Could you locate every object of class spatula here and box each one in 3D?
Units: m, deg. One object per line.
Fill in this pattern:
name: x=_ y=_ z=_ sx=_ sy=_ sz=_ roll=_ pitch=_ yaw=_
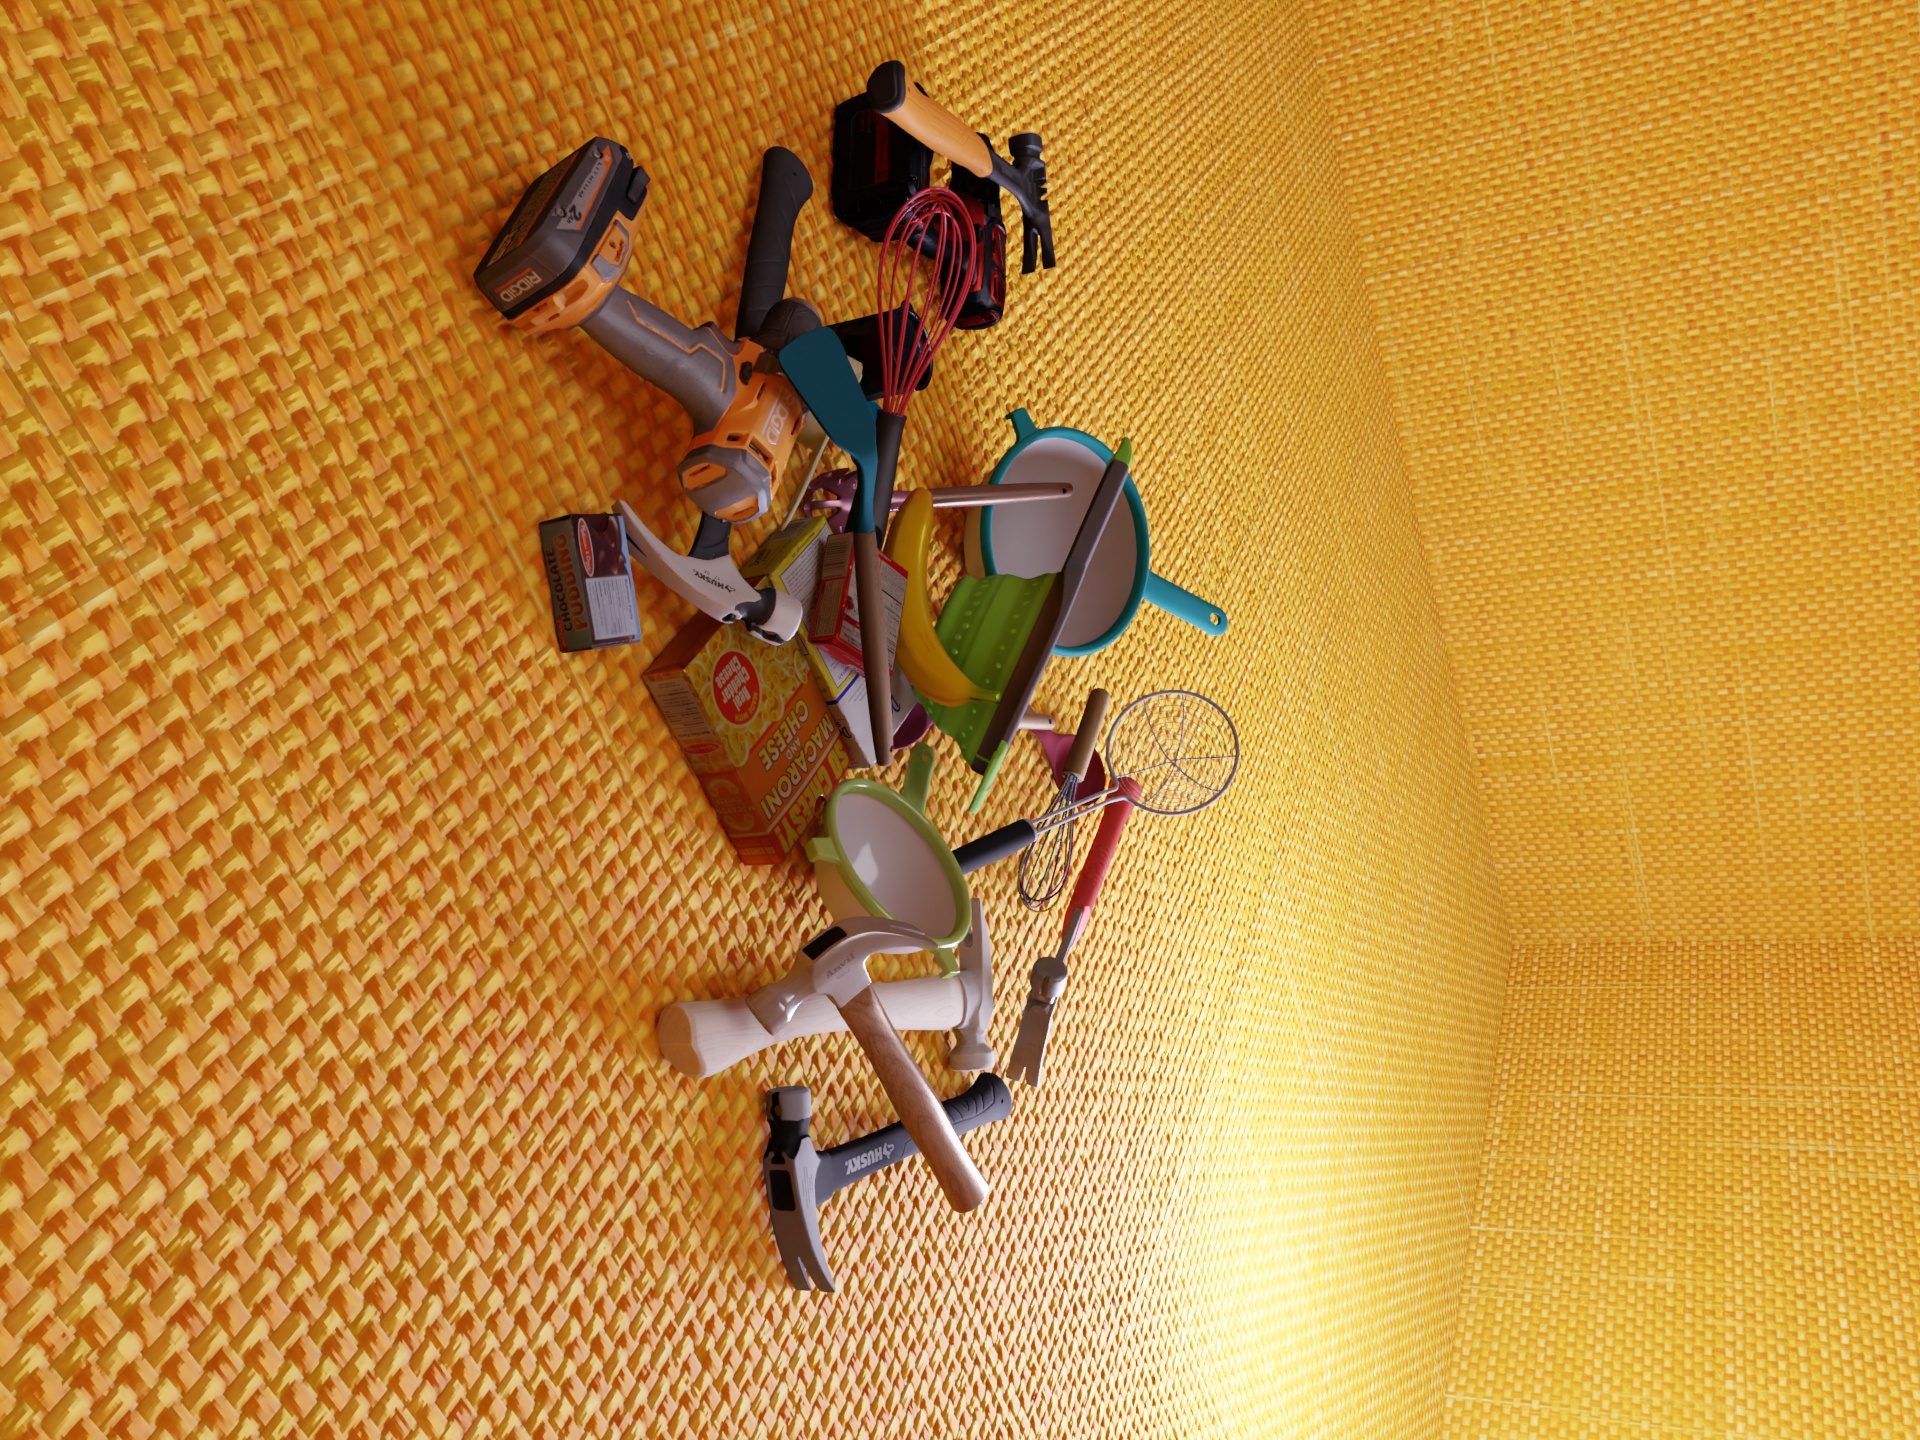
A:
spatula: x=-0.075 y=-0.110 z=1.112 sx=0.082 sy=0.044 sz=0.317 roll=-51 pitch=142 yaw=-56

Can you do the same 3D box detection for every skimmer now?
skimmer: x=0.114 y=0.065 z=1.450 sx=0.363 sy=0.090 sz=0.127 roll=-20 pitch=63 yaw=-43

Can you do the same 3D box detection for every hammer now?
hammer: x=-0.040 y=0.263 z=1.166 sx=0.130 sy=0.031 sz=0.331 roll=-38 pitch=132 yaw=-17
hammer: x=-0.085 y=0.208 z=1.204 sx=0.410 sy=0.038 sz=0.146 roll=11 pitch=74 yaw=-60
hammer: x=0.007 y=-0.475 z=1.345 sx=0.337 sy=0.034 sz=0.127 roll=-8 pitch=92 yaw=-67
hammer: x=-0.045 y=0.336 z=1.254 sx=0.334 sy=0.035 sz=0.146 roll=2 pitch=82 yaw=-62
hammer: x=-0.156 y=-0.257 z=1.138 sx=0.149 sy=0.036 sz=0.409 roll=27 pitch=55 yaw=-34
hammer: x=0.117 y=0.179 z=1.531 sx=0.359 sy=0.037 sz=0.149 roll=-61 pitch=165 yaw=-50

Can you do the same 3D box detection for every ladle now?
ladle: x=0.059 y=-0.010 z=1.518 sx=0.315 sy=0.031 sz=0.069 roll=47 pitch=53 yaw=-45

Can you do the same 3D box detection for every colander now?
colander: x=0.049 y=-0.113 z=1.344 sx=0.204 sy=0.094 sz=0.397 roll=112 pitch=2 yaw=-57

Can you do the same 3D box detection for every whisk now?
whisk: x=0.104 y=0.075 z=1.531 sx=0.051 sy=0.047 sz=0.245 roll=107 pitch=4 yaw=-63
whisk: x=-0.048 y=-0.251 z=1.197 sx=0.073 sy=0.073 sz=0.295 roll=-12 pitch=119 yaw=-61

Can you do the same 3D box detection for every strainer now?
strainer: x=-0.061 y=0.098 z=1.253 sx=0.151 sy=0.069 sz=0.256 roll=44 pitch=24 yaw=-16
strainer: x=0.120 y=-0.144 z=1.526 sx=0.340 sy=0.095 sz=0.211 roll=22 pitch=75 yaw=-39

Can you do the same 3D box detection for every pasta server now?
pasta server: x=-0.011 y=-0.185 z=1.325 sx=0.316 sy=0.040 sz=0.060 roll=-11 pitch=106 yaw=-43

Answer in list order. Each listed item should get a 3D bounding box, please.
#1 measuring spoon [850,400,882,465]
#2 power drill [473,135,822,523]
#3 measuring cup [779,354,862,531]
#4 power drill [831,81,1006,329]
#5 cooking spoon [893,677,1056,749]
measuring spoon: x=-0.080 y=-0.225 z=1.281 sx=0.042 sy=0.021 sz=0.129 roll=48 pitch=24 yaw=-18
power drill: x=-0.181 y=-0.263 z=1.027 sx=0.226 sy=0.084 sz=0.185 roll=44 pitch=47 yaw=-33
measuring cup: x=-0.120 y=-0.210 z=1.182 sx=0.038 sy=0.083 sz=0.168 roll=29 pitch=55 yaw=-18
power drill: x=-0.023 y=-0.472 z=1.407 sx=0.226 sy=0.080 sz=0.188 roll=23 pitch=65 yaw=-61
cooking spoon: x=-0.002 y=-0.004 z=1.392 sx=0.318 sy=0.017 sz=0.069 roll=4 pitch=78 yaw=-56
